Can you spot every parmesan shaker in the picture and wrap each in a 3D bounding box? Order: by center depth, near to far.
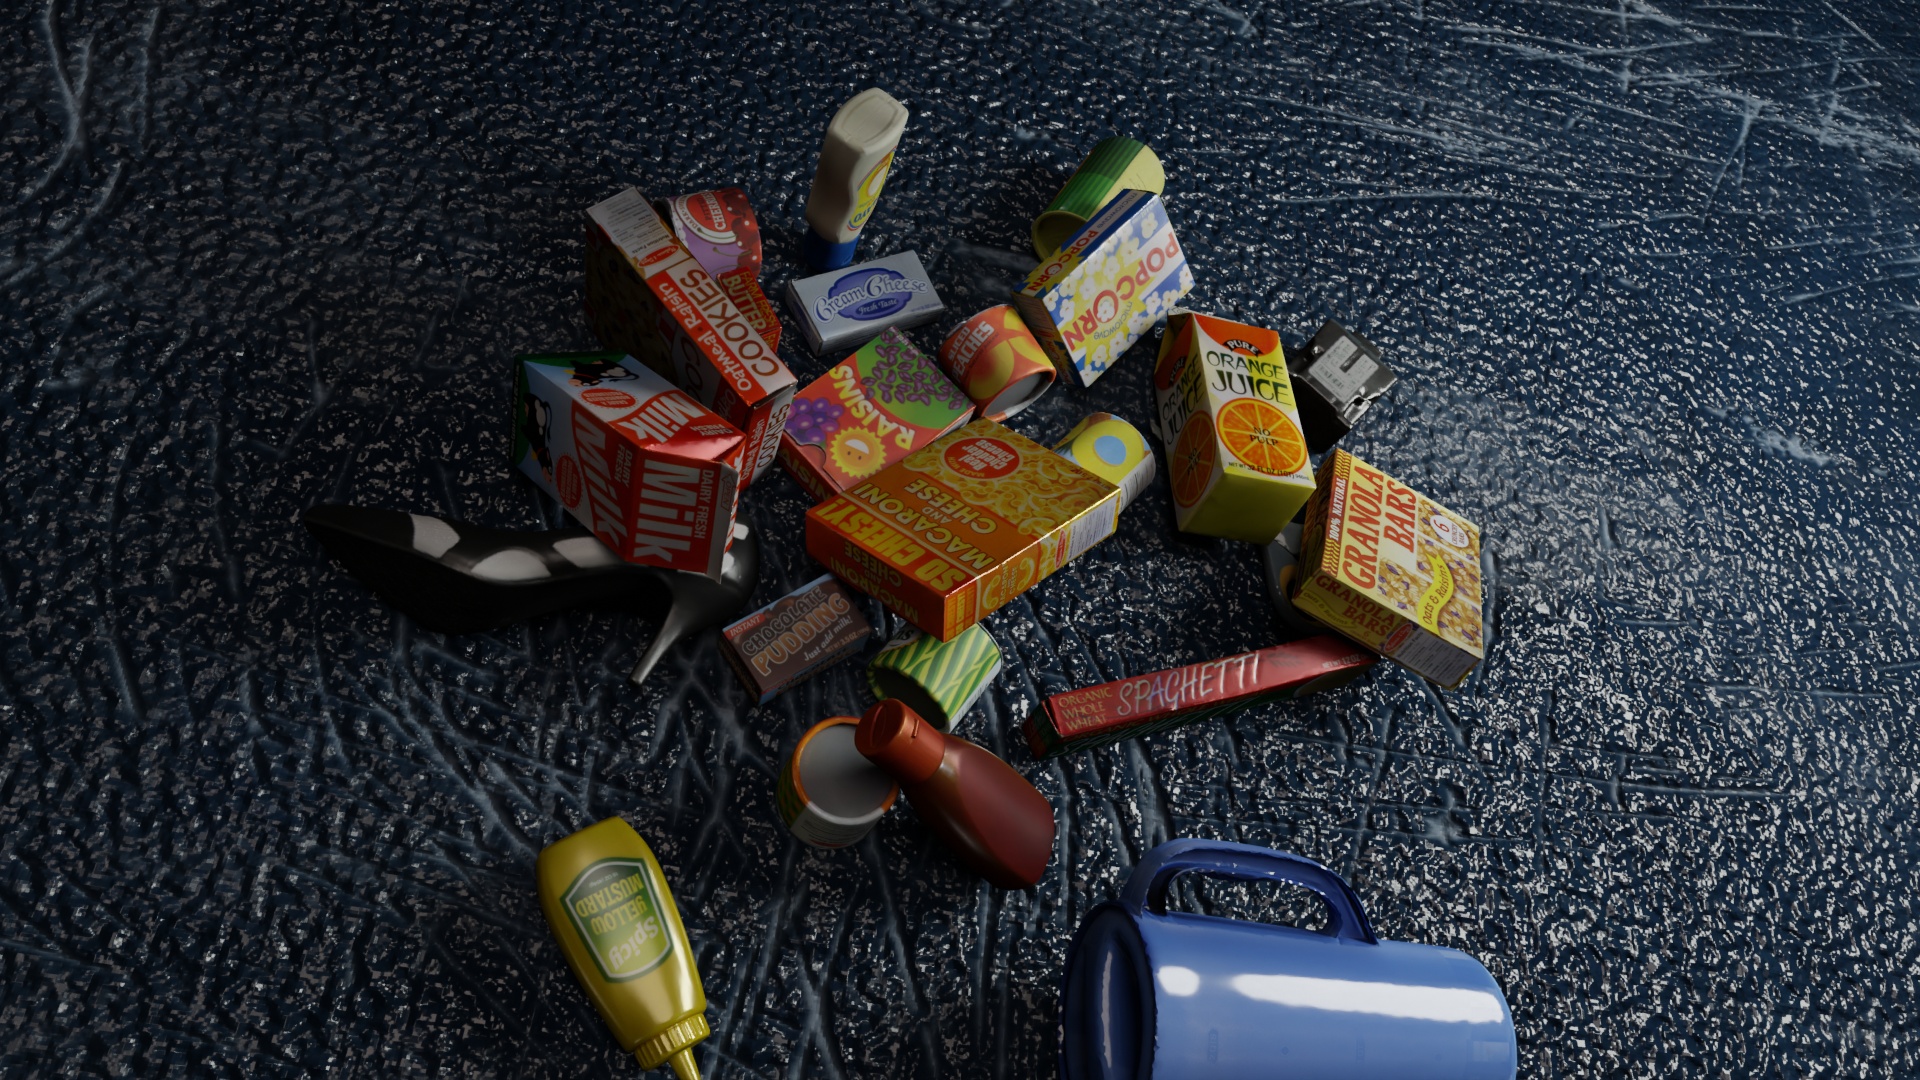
[{"bbox_3d":[0.108,-0.255,1.077,0.071,0.071,0.103,34,59,1],"label":"parmesan shaker"}]

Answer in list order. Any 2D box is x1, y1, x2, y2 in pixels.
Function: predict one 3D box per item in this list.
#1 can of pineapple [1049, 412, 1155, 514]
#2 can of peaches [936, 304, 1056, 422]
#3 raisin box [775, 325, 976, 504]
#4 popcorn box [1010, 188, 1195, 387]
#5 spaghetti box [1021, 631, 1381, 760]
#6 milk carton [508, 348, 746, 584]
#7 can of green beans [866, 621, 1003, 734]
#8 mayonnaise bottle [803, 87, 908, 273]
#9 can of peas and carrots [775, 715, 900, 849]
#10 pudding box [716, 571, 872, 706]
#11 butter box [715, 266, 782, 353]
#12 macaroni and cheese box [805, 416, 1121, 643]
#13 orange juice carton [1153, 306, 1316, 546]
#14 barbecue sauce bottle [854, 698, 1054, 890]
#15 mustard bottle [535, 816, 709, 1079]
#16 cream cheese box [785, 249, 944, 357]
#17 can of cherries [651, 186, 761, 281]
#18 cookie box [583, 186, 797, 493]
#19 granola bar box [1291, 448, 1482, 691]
[{"bbox_3d":[0.091,-0.048,0.964,0.071,0.070,0.058,43,60,7],"label":"can of pineapple"},{"bbox_3d":[0.025,-0.124,0.980,0.071,0.071,0.058,-26,75,-26],"label":"can of peaches"},{"bbox_3d":[-0.063,-0.079,0.948,0.086,0.040,0.124,46,61,7],"label":"raisin box"},{"bbox_3d":[0.106,-0.184,1.011,0.127,0.085,0.038,-44,39,-16],"label":"popcorn box"},{"bbox_3d":[0.162,0.100,0.920,0.251,0.050,0.029,-10,67,-21],"label":"spaghetti box"},{"bbox_3d":[-0.188,-0.047,0.814,0.074,0.072,0.191,-11,33,-42],"label":"milk carton"},{"bbox_3d":[-0.017,0.080,0.866,0.071,0.071,0.058,39,60,5],"label":"can of green beans"},{"bbox_3d":[-0.078,-0.242,0.963,0.041,0.147,0.065,36,60,3],"label":"mayonnaise bottle"},{"bbox_3d":[-0.072,0.141,0.822,0.071,0.058,0.071,7,62,-14],"label":"can of peas and carrots"},{"bbox_3d":[-0.104,0.061,0.870,0.084,0.030,0.050,-28,74,-27],"label":"pudding box"},{"bbox_3d":[-0.145,-0.129,0.911,0.024,0.103,0.053,-21,73,-24],"label":"butter box"},{"bbox_3d":[0.003,-0.011,0.890,0.124,0.040,0.167,30,44,32],"label":"macaroni and cheese box"},{"bbox_3d":[0.192,-0.096,1.003,0.072,0.072,0.193,9,51,-15],"label":"orange juice carton"},{"bbox_3d":[-0.002,0.144,0.805,0.148,0.043,0.065,45,41,-35],"label":"barbecue sauce bottle"},{"bbox_3d":[-0.173,0.231,0.751,0.065,0.048,0.160,-24,73,-24],"label":"mustard bottle"},{"bbox_3d":[-0.068,-0.172,1.001,0.104,0.024,0.053,-20,71,-25],"label":"cream cheese box"},{"bbox_3d":[-0.176,-0.209,0.961,0.058,0.071,0.071,-16,70,-24],"label":"can of cherries"},{"bbox_3d":[-0.177,-0.122,0.886,0.040,0.122,0.167,-34,78,-27],"label":"cookie box"},{"bbox_3d":[0.302,0.017,0.977,0.124,0.038,0.166,29,37,-1],"label":"granola bar box"}]
